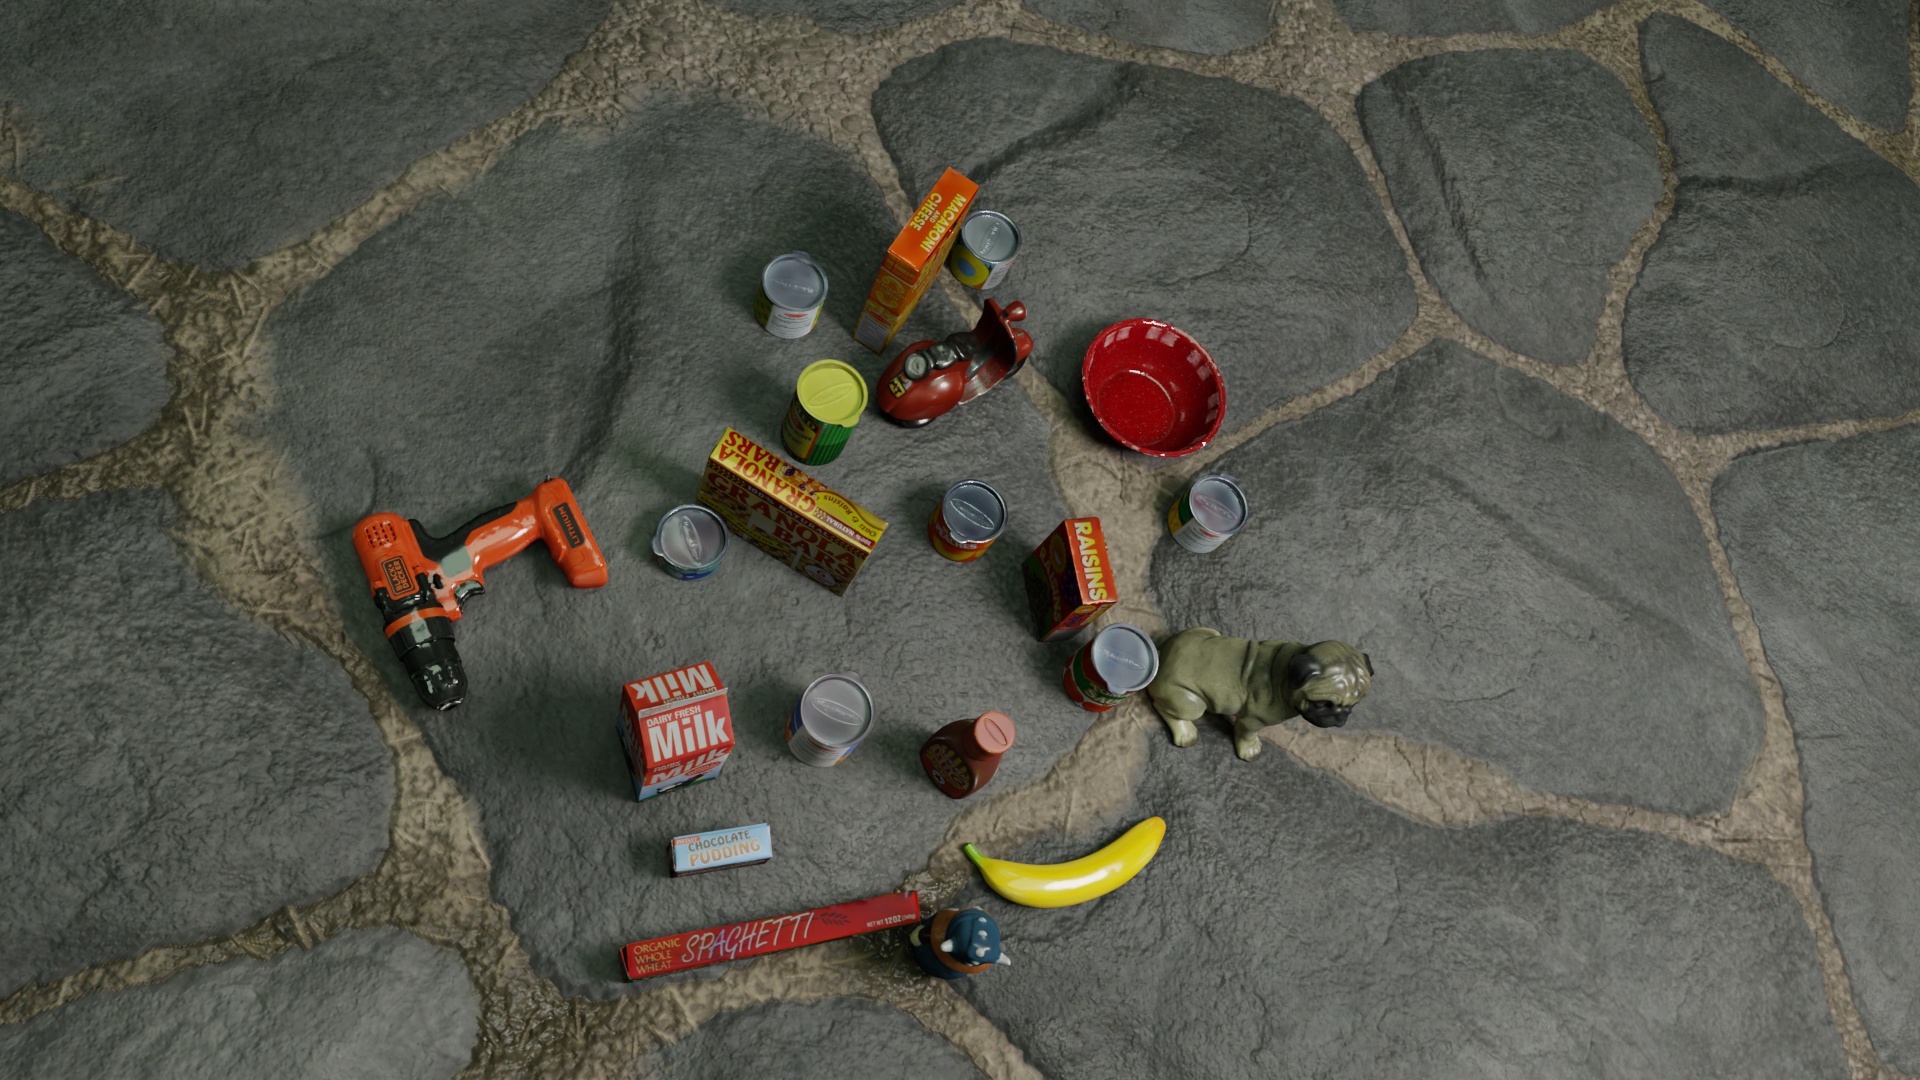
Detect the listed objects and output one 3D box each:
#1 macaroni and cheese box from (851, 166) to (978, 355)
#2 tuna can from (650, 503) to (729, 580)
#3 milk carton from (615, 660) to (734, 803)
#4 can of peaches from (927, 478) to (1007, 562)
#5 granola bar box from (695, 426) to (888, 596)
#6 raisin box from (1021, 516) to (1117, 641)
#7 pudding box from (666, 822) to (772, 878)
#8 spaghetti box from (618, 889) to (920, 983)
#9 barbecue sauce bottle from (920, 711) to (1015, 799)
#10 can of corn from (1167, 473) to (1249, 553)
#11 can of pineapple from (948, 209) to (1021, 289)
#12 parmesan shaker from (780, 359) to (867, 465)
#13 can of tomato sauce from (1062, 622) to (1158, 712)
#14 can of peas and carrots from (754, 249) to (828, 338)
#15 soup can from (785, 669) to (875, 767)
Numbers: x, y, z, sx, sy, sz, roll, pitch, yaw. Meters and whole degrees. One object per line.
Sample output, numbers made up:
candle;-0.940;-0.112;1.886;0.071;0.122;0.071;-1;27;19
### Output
macaroni and cheese box;-0.046;-0.275;1.380;0.040;0.165;0.124;33;63;-3
tuna can;-0.251;0.003;1.279;0.071;0.032;0.071;6;67;-15
milk carton;-0.234;0.154;1.135;0.072;0.189;0.073;-14;74;-22
can of peaches;0.005;-0.017;1.352;0.071;0.057;0.071;6;67;-15
granola bar box;-0.158;-0.022;1.267;0.165;0.123;0.039;31;64;-3
raisin box;0.103;0.039;1.323;0.040;0.123;0.086;-4;70;-19
pudding box;-0.204;0.263;1.178;0.084;0.049;0.030;-5;71;-19
spaghetti box;-0.159;0.331;1.165;0.251;0.050;0.029;-6;71;-19
barbecue sauce bottle;0.009;0.185;1.221;0.044;0.148;0.065;-36;83;-26
can of corn;0.256;-0.029;1.435;0.071;0.058;0.071;6;67;-15
can of pineapple;0.024;-0.310;1.477;0.071;0.057;0.071;6;67;-15
parmesan shaker;-0.131;-0.117;1.325;0.071;0.102;0.071;6;68;-15
can of tomato sauce;0.141;0.124;1.323;0.071;0.082;0.071;6;67;-15
can of peas and carrots;-0.170;-0.246;1.390;0.071;0.058;0.071;6;67;-15
soup can;-0.115;0.158;1.230;0.071;0.083;0.071;6;67;-15
